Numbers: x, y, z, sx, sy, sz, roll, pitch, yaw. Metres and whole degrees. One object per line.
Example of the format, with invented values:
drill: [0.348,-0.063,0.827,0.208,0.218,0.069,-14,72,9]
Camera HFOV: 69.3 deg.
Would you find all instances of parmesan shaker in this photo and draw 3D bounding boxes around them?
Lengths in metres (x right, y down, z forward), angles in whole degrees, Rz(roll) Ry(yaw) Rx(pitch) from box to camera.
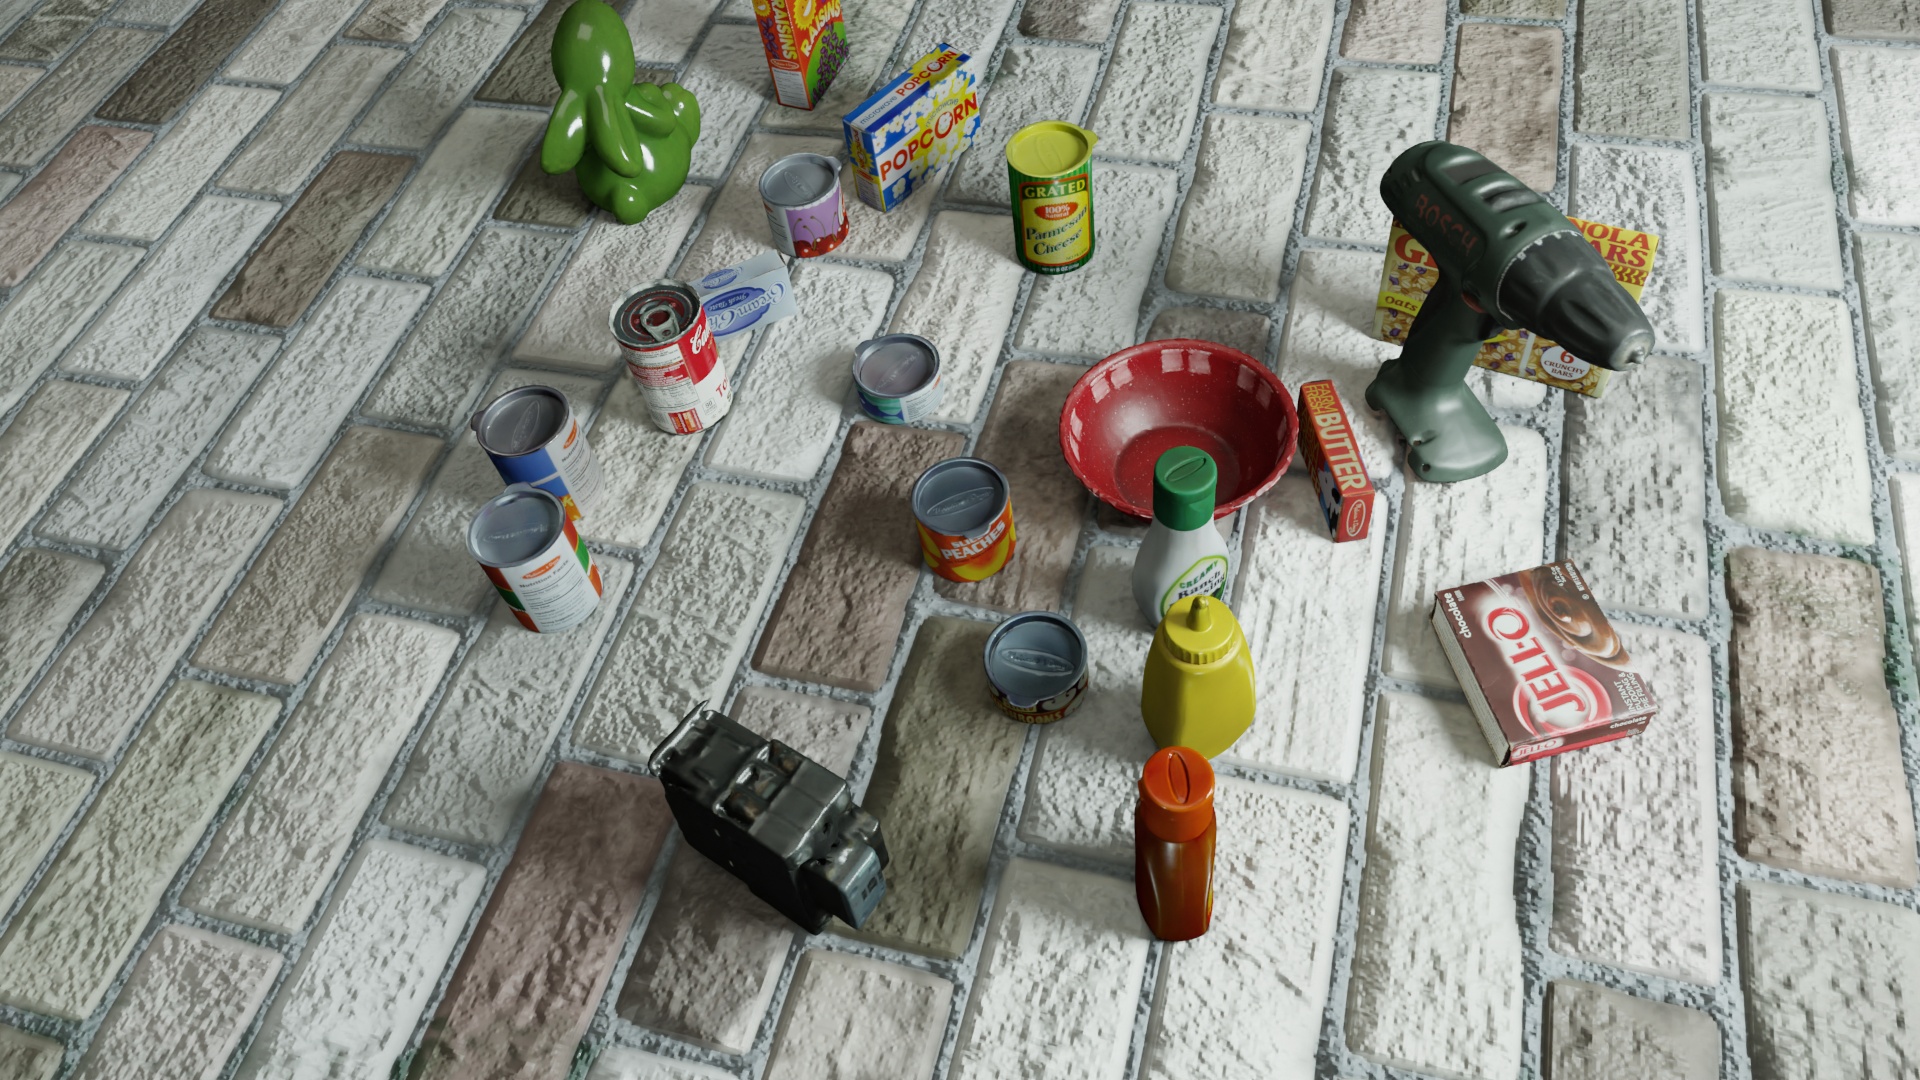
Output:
parmesan shaker: [0.075,-0.268,1.092,0.071,0.102,0.071,-4,54,5]

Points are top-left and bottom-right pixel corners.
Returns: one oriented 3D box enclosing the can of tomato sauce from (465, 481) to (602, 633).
can of tomato sauce: [-0.288,0.013,0.946,0.071,0.082,0.071,-4,54,5]

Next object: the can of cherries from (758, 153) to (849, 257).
can of cherries: [-0.127,-0.279,1.155,0.071,0.058,0.072,-4,53,5]

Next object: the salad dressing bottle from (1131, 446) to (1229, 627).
salad dressing bottle: [0.137,0.002,0.856,0.064,0.147,0.044,-28,55,-13]

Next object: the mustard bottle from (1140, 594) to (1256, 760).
mustard bottle: [0.137,0.073,0.796,0.065,0.159,0.049,-27,55,-11]

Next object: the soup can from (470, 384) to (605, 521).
soup can: [-0.303,-0.061,1.002,0.071,0.083,0.072,-4,54,5]

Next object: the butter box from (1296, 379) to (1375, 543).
butter box: [0.252,-0.055,0.941,0.024,0.053,0.104,-9,53,1]

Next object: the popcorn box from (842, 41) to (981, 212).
popcorn box: [-0.039,-0.350,1.179,0.038,0.084,0.127,34,64,28]

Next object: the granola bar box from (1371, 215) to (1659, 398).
granola bar box: [0.381,-0.175,0.968,0.166,0.123,0.039,20,59,21]

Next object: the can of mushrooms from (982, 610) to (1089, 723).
can of mushrooms: [0.048,0.082,0.880,0.071,0.033,0.071,-4,53,5]

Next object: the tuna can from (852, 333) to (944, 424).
tuna can: [-0.048,-0.122,1.045,0.071,0.032,0.071,-4,53,5]

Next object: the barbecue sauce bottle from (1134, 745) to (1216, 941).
barbecue sauce bottle: [0.115,0.160,0.742,0.044,0.147,0.065,-7,53,3]

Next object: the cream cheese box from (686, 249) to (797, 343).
cream cheese box: [-0.183,-0.187,1.098,0.104,0.053,0.024,-23,54,-9]

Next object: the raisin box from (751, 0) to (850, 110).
raisin box: [-0.143,-0.467,1.256,0.040,0.122,0.086,16,58,19]

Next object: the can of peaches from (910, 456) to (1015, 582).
can of peaches: [0.003,-0.012,0.940,0.071,0.057,0.071,-4,53,5]
